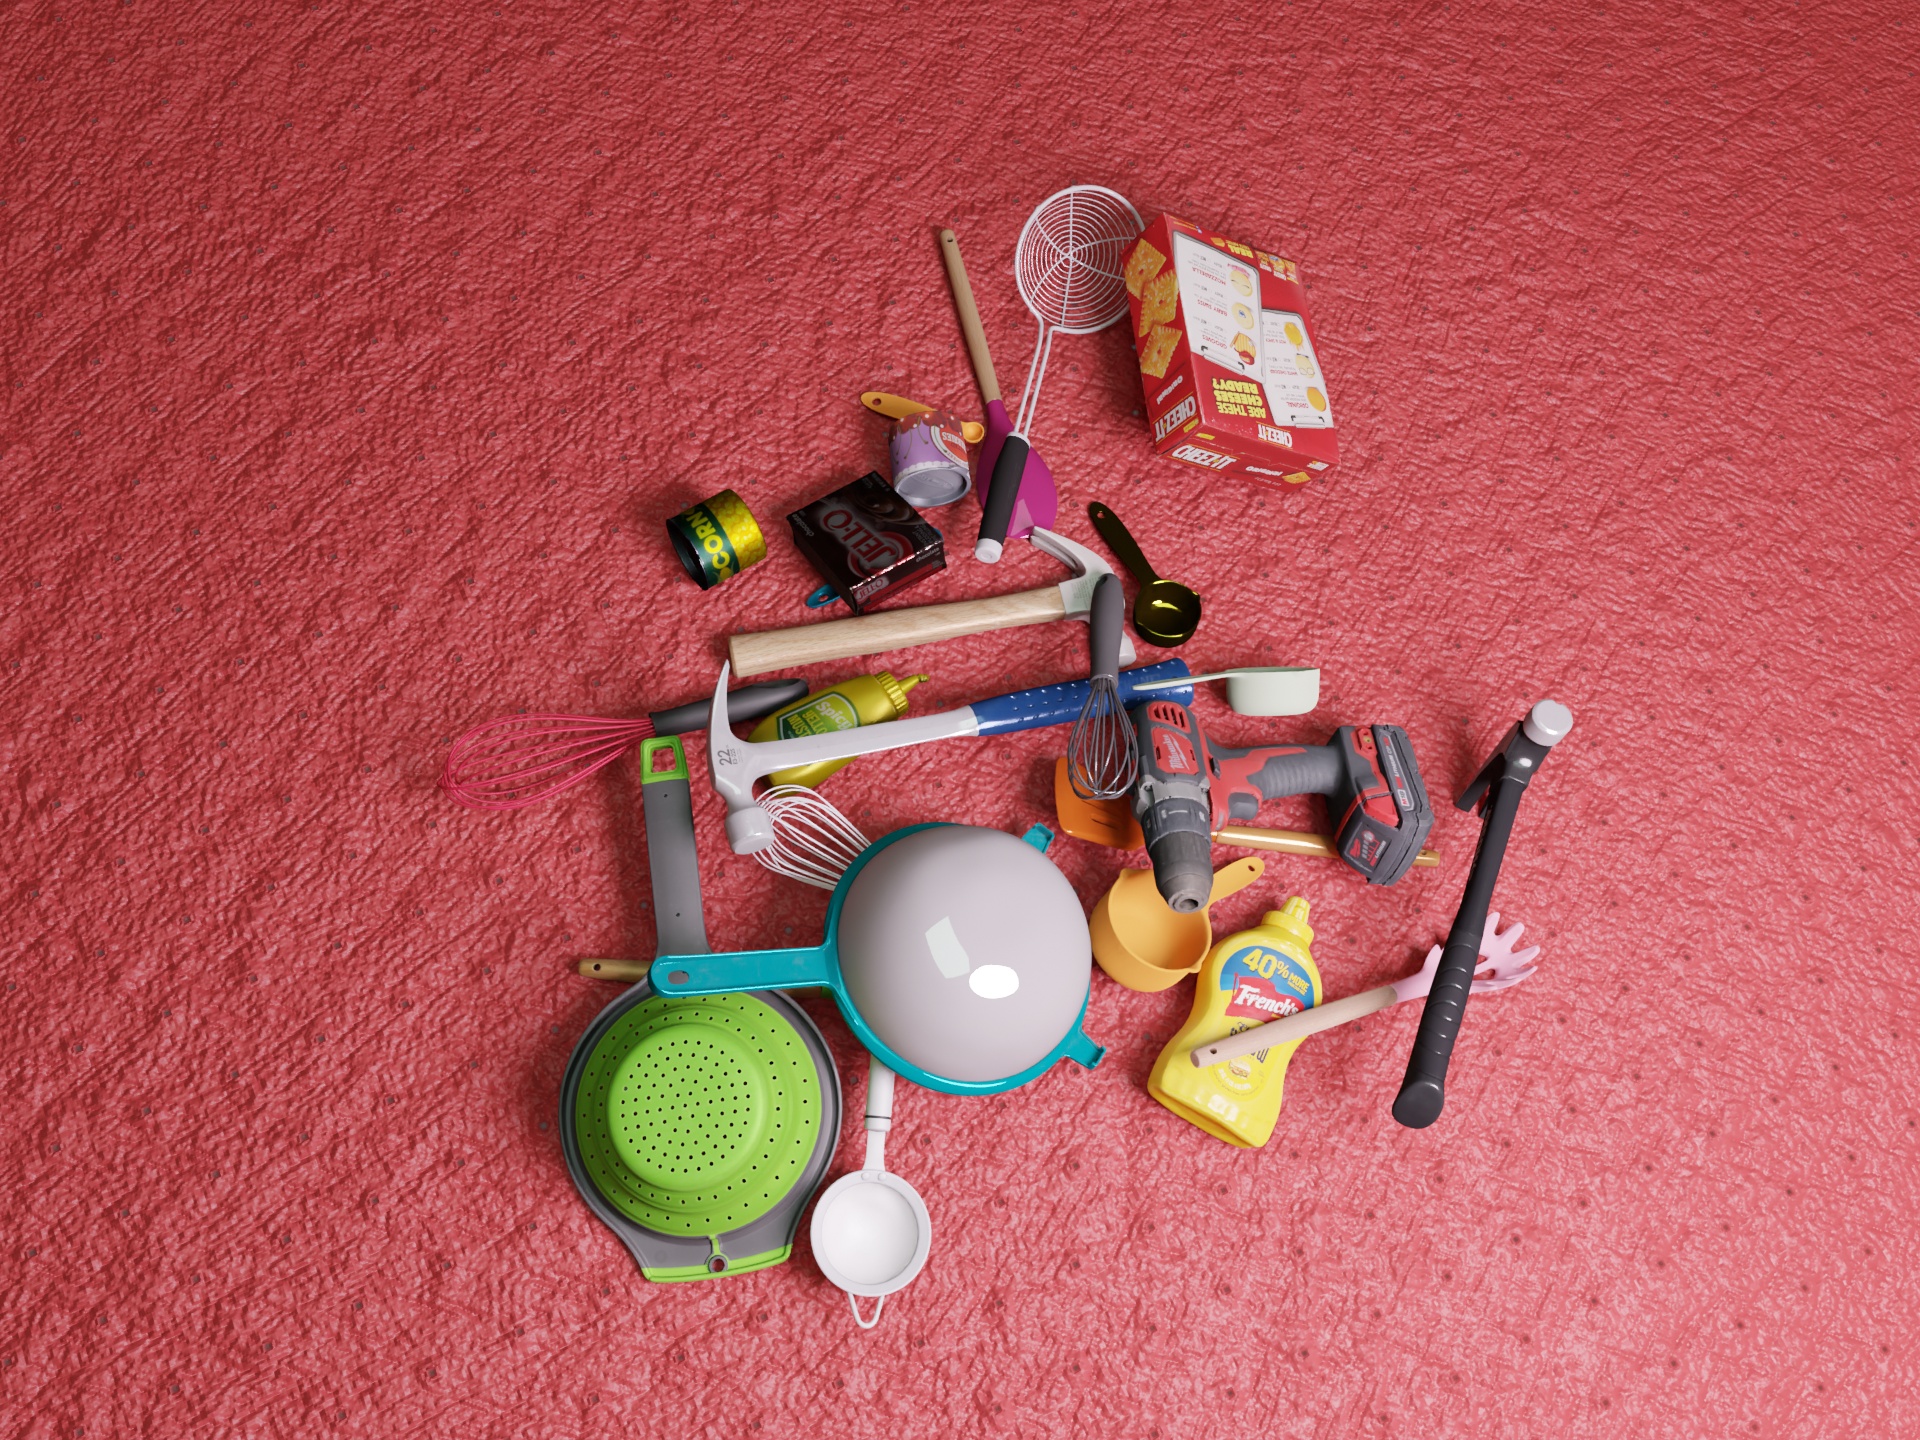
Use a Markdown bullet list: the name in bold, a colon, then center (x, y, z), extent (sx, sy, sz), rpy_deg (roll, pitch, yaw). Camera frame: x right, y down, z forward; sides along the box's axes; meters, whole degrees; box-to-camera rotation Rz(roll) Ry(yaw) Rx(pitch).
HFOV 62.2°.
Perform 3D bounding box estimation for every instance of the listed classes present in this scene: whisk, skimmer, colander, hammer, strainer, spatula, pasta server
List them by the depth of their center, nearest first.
- **strainer**: center (-0.044, 0.156, 1.119), extent (0.340, 0.095, 0.211), rpy_deg (-1, 64, -25)
- **colander**: center (-0.199, 0.194, 1.137), extent (0.204, 0.094, 0.397), rpy_deg (-8, 75, -4)
- **strainer**: center (-0.060, 0.299, 1.149), extent (0.087, 0.050, 0.259), rpy_deg (9, 72, -12)
- **hammer**: center (0.380, 0.149, 1.191), extent (0.035, 0.146, 0.335), rpy_deg (23, 62, 6)
- **pasta server**: center (0.307, 0.210, 1.200), extent (0.316, 0.040, 0.060), rpy_deg (-11, 55, -26)
- **whisk**: center (-0.040, 0.136, 1.222), extent (0.284, 0.070, 0.070), rpy_deg (31, 69, 1)
- **whisk**: center (-0.260, 0.010, 1.244), extent (0.296, 0.073, 0.073), rpy_deg (-15, 71, -17)
- **whisk**: center (0.114, -0.032, 1.244), extent (0.055, 0.055, 0.239), rpy_deg (9, 49, -3)
- **hammer**: center (-0.002, -0.004, 1.244), extent (0.405, 0.035, 0.144), rpy_deg (-10, 69, -22)
- **spatula**: center (0.230, 0.087, 1.273), extent (0.322, 0.041, 0.081), rpy_deg (7, 45, -5)
- **hammer**: center (-0.027, -0.082, 1.318), extent (0.331, 0.031, 0.130), rpy_deg (-10, 70, -9)
- **skimmer**: center (0.078, -0.300, 1.369), extent (0.127, 0.090, 0.363), rpy_deg (28, 60, -24)

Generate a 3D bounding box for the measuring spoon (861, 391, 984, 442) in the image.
- **measuring spoon**: center (-0.034, -0.266, 1.397), extent (0.117, 0.011, 0.021), rpy_deg (20, 72, 12)

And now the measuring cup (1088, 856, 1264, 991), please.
- **measuring cup**: center (0.172, 0.151, 1.244), extent (0.173, 0.052, 0.095), rpy_deg (-22, 68, -39)

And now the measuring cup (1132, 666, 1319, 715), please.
- **measuring cup**: center (0.214, -0.020, 1.285), extent (0.167, 0.083, 0.038), rpy_deg (-6, 96, -22)

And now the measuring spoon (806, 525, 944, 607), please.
- **measuring spoon**: center (-0.071, -0.123, 1.340), extent (0.128, 0.021, 0.042), rpy_deg (-29, 53, -7)

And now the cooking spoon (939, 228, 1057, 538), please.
- **cooking spoon**: center (0.023, -0.304, 1.417), extent (0.068, 0.017, 0.319), rpy_deg (-11, 71, -9)

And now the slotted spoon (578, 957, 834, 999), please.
- **slotted spoon**: center (-0.131, 0.202, 1.199), extent (0.313, 0.031, 0.070), rpy_deg (6, 71, -2)

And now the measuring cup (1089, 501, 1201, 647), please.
- **measuring cup**: center (0.151, -0.125, 1.363), extent (0.062, 0.029, 0.157), rpy_deg (-23, 61, -14)

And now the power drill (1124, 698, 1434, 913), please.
- **power drill**: center (0.240, 0.072, 1.226), extent (0.226, 0.080, 0.188), rpy_deg (5, 46, -8)
